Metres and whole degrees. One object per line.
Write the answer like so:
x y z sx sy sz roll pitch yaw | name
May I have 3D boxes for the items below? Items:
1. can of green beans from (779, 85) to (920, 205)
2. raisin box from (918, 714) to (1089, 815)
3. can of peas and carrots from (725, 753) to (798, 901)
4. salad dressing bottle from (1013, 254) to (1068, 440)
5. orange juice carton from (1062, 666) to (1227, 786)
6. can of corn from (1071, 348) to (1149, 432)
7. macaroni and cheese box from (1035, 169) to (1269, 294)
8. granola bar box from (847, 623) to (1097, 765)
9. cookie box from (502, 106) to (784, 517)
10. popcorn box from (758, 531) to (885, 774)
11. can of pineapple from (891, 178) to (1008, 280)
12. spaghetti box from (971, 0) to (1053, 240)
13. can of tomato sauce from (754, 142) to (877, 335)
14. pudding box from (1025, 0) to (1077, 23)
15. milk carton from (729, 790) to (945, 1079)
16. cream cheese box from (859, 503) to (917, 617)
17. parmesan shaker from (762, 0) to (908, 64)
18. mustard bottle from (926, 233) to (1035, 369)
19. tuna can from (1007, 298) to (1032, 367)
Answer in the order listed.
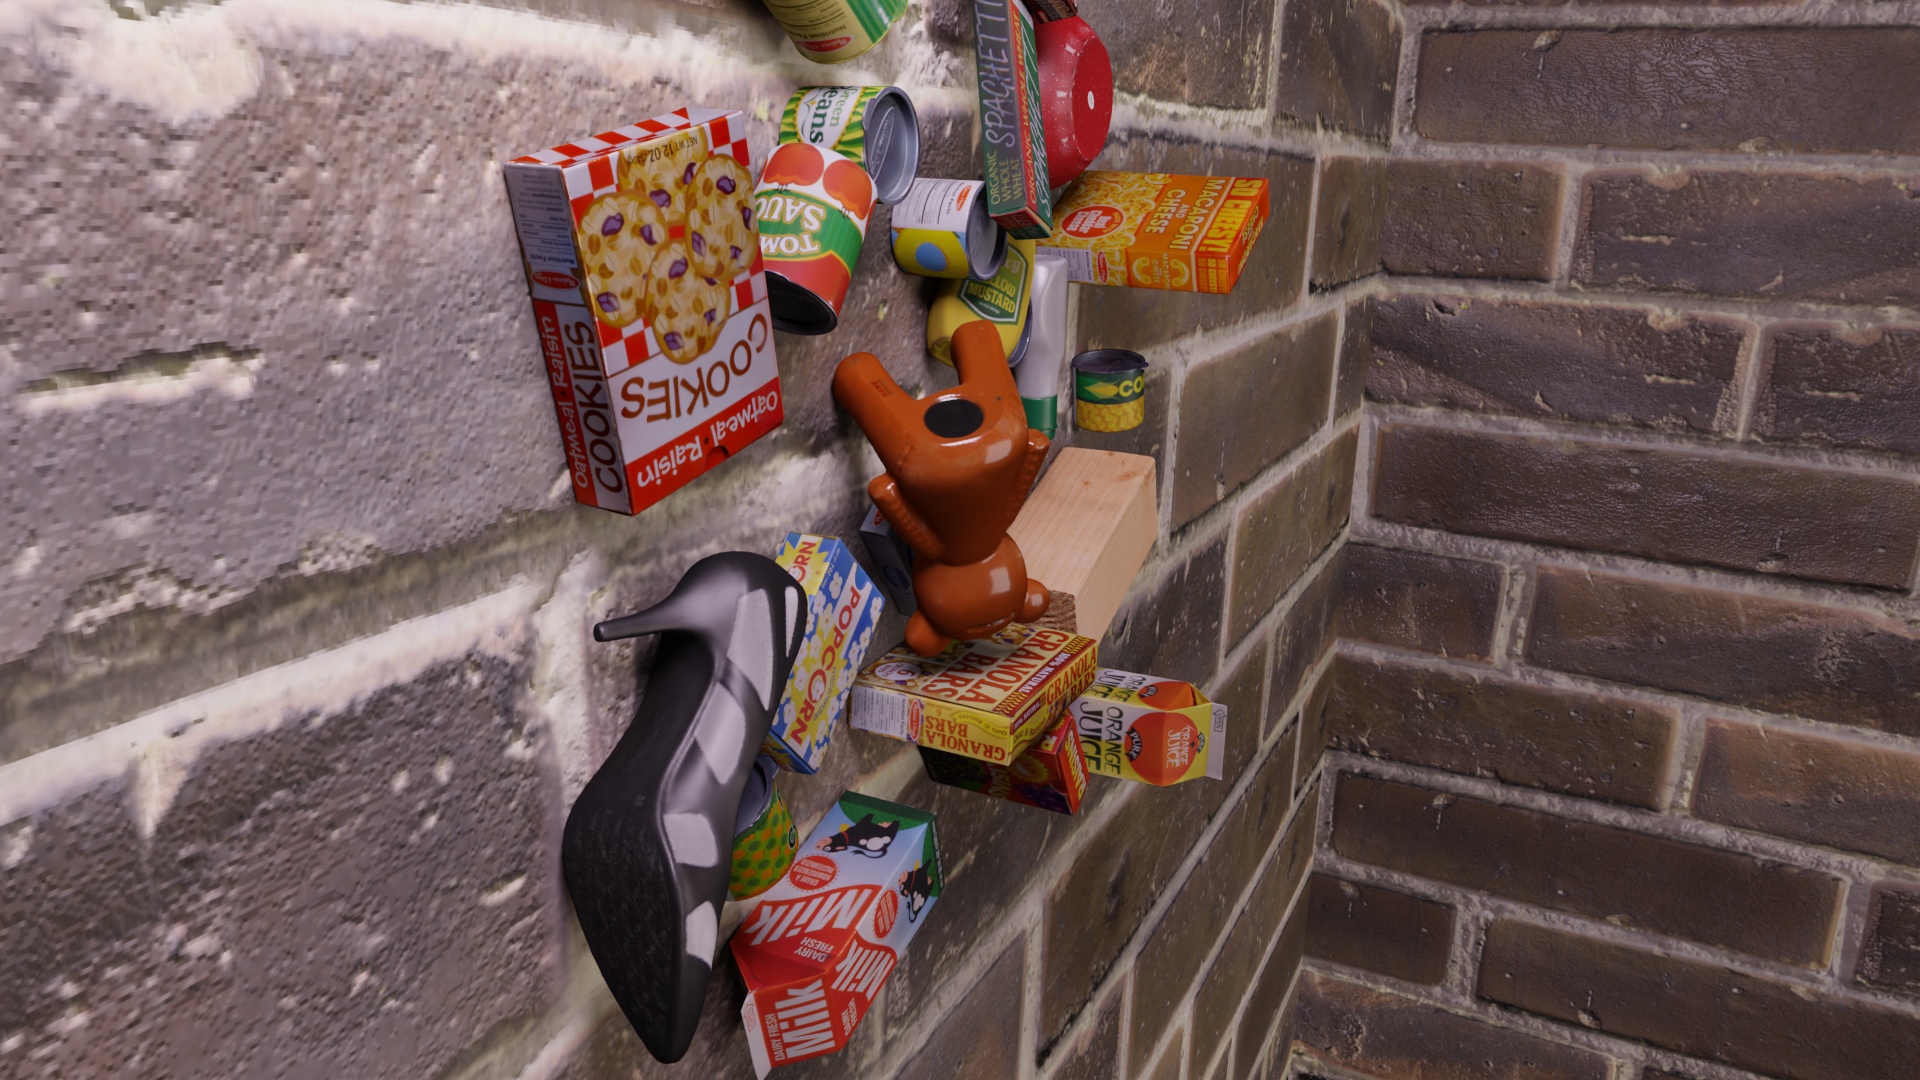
-0.064 -0.228 0.802 0.071 0.058 0.071 8 91 -66 | can of green beans
0.031 0.161 1.063 0.085 0.123 0.040 73 34 -45 | raisin box
-0.127 0.158 0.780 0.058 0.071 0.071 76 33 -43 | can of peas and carrots
0.061 -0.154 1.123 0.064 0.044 0.147 -38 133 -59 | salad dressing bottle
0.136 0.159 1.211 0.073 0.193 0.071 -31 125 -61 | orange juice carton
0.136 -0.136 1.260 0.071 0.071 0.058 -44 137 -54 | can of corn
0.159 -0.257 1.151 0.040 0.166 0.124 77 32 -41 | macaroni and cheese box
0.013 0.101 1.002 0.166 0.124 0.039 -30 127 -60 | granola bar box
-0.145 -0.112 0.673 0.123 0.040 0.166 -41 135 -49 | cookie box
-0.097 0.070 0.854 0.127 0.038 0.085 -69 152 -24 | popcorn box
-0.006 -0.208 0.935 0.071 0.058 0.071 8 91 -66 | can of pineapple
0.031 -0.325 0.932 0.050 0.028 0.250 22 61 -64 | spaghetti box
-0.088 -0.165 0.759 0.071 0.071 0.083 48 54 -60 | can of tomato sauce
0.056 -0.402 0.943 0.049 0.030 0.084 25 58 -66 | pudding box
-0.085 0.255 0.901 0.191 0.073 0.072 -50 142 -49 | milk carton
-0.036 0.006 0.983 0.053 0.024 0.103 -64 151 -30 | cream cheese box
-0.079 -0.308 0.724 0.103 0.071 0.071 43 59 -61 | parmesan shaker
0.022 -0.197 0.997 0.048 0.065 0.161 -32 -140 62 | mustard bottle
0.027 -0.164 1.054 0.071 0.033 0.071 8 91 -66 | tuna can
